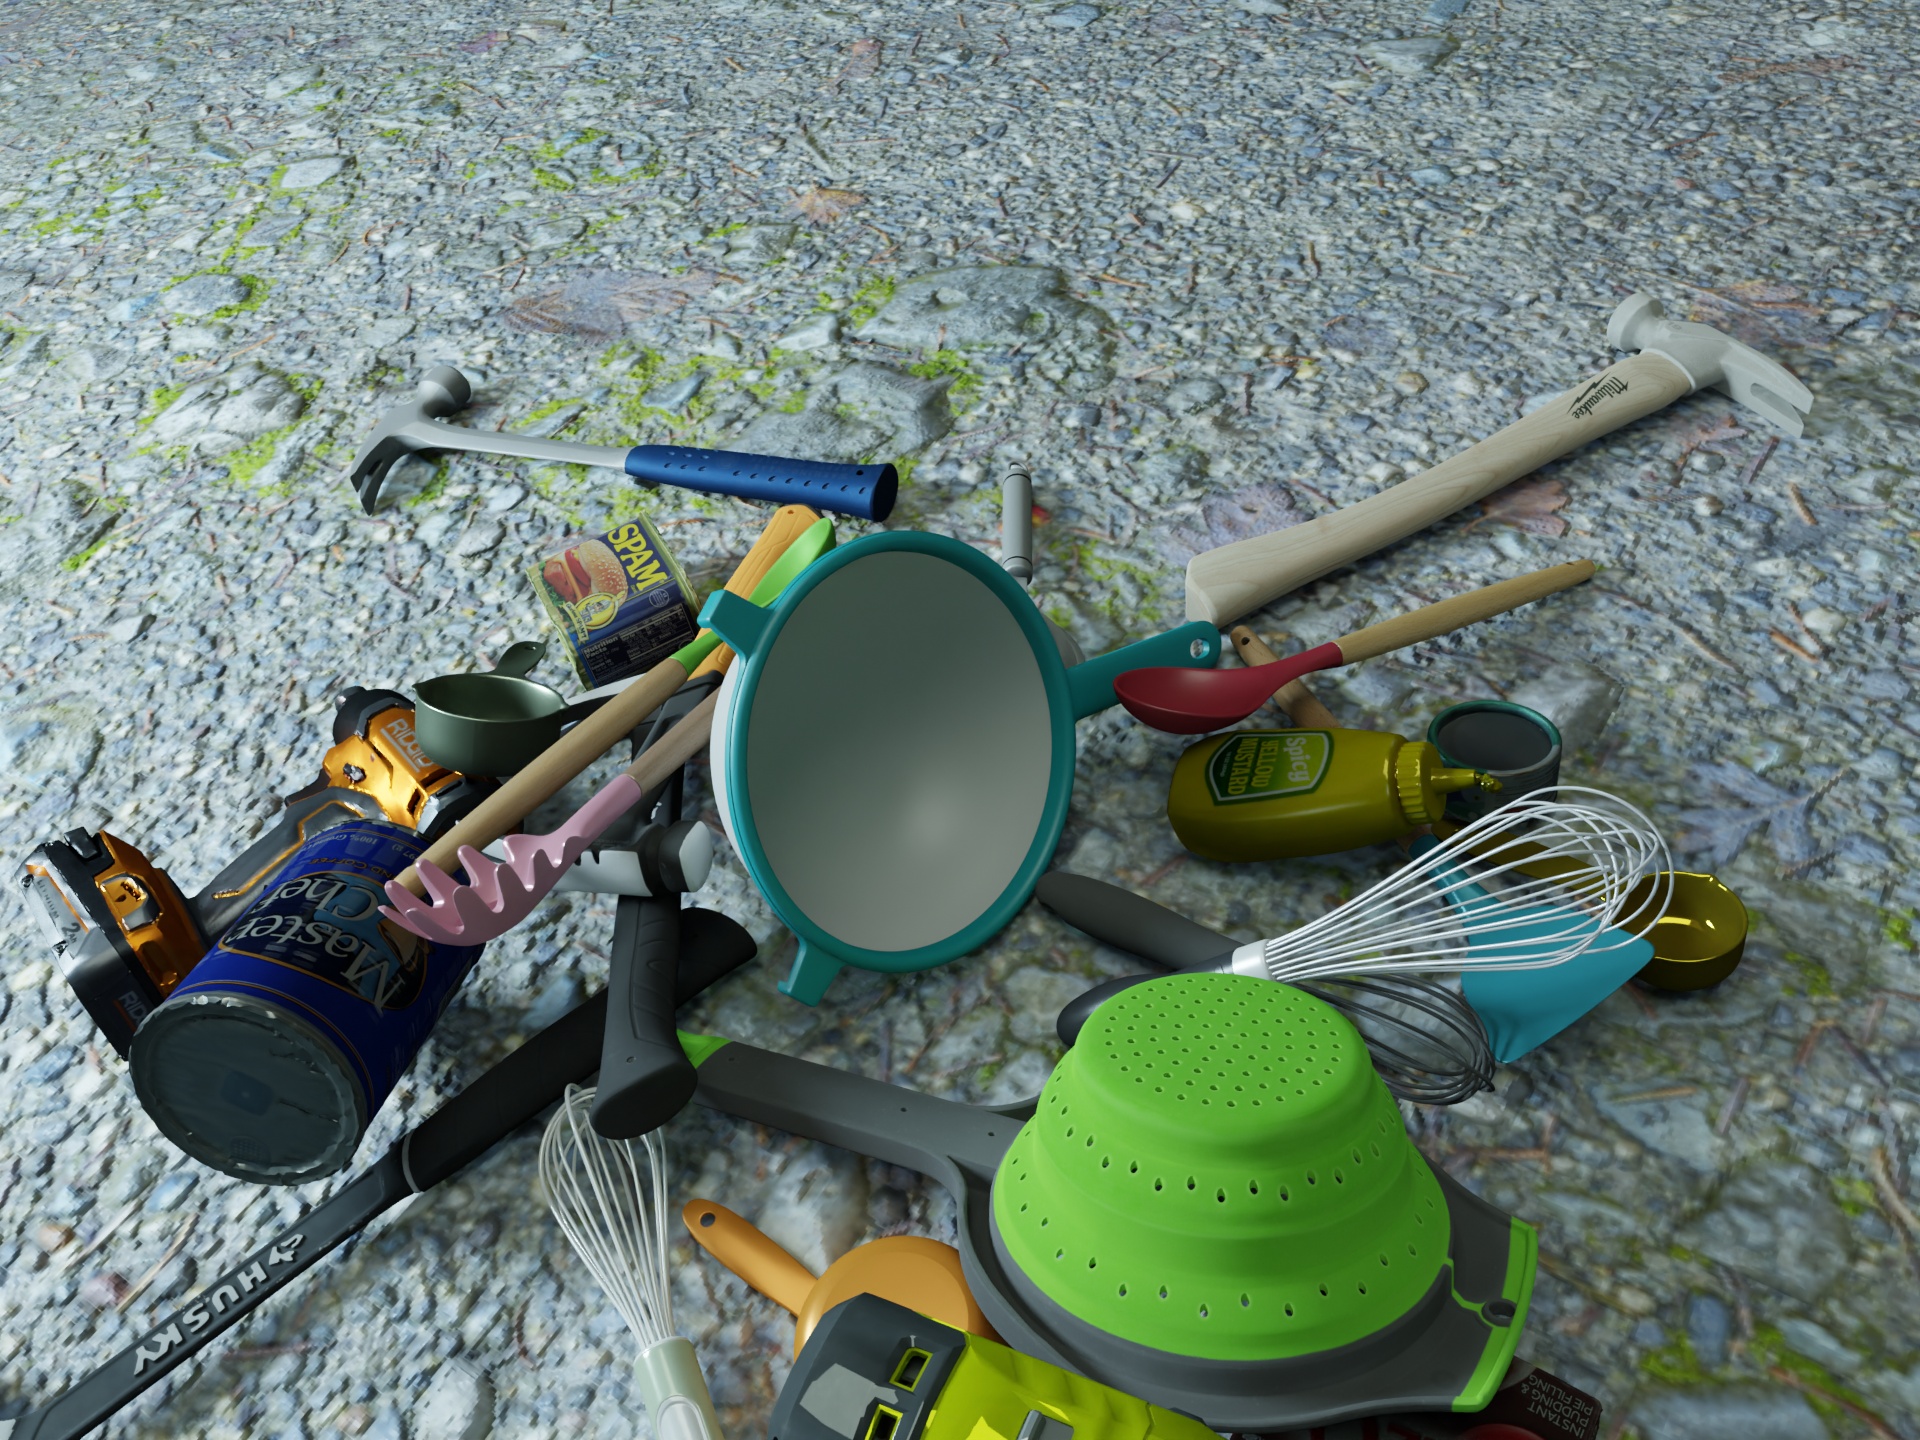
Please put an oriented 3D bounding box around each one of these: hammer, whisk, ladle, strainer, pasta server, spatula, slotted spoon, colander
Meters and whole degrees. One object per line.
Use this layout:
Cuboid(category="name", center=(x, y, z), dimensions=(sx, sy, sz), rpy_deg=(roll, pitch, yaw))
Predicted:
Cuboid(category="hammer", center=(-0.262, 0.215, 0.721), dimensions=(0.409, 0.036, 0.149), rpy_deg=(-36, 51, -23))
Cuboid(category="whisk", center=(-0.124, 0.252, 0.651), dimensions=(0.058, 0.059, 0.247), rpy_deg=(-27, 51, -6))
Cuboid(category="hammer", center=(-0.239, -0.178, 1.104), dimensions=(0.405, 0.035, 0.144), rpy_deg=(10, 48, 20))
Cuboid(category="hammer", center=(-0.161, 0.075, 0.803), dimensions=(0.146, 0.035, 0.335), rpy_deg=(-12, 35, 0))
Cuboid(category="hammer", center=(0.319, -0.146, 0.969), dimensions=(0.410, 0.038, 0.146), rpy_deg=(-27, 48, -15))
Cuboid(category="ladle", center=(0.223, -0.044, 0.864), dimensions=(0.315, 0.031, 0.069), rpy_deg=(-18, 30, -21))
Cuboid(category="strainer", center=(-0.001, -0.003, 0.830), dimensions=(0.340, 0.211, 0.095), rpy_deg=(-20, 14, -40))
Cuboid(category="strainer", center=(0.033, -0.086, 0.961), dimensions=(0.087, 0.050, 0.259), rpy_deg=(7, 42, -4))
Cuboid(category="pasta server", center=(-0.145, 0.011, 0.769), dimensions=(0.060, 0.040, 0.316), rpy_deg=(-2, 31, 39))
Cuboid(category="spatula", center=(0.215, 0.039, 0.798), dimensions=(0.082, 0.044, 0.318), rpy_deg=(-39, 45, 7))
Cuboid(category="hammer", center=(-0.147, -0.027, 0.883), dimensions=(0.127, 0.034, 0.337), rpy_deg=(2, 37, 16))
Cuboid(category="whisk", center=(0.133, 0.117, 0.736), dimensions=(0.239, 0.055, 0.055), rpy_deg=(20, 52, 33))
Cuboid(category="whisk", center=(0.154, 0.094, 0.669), dimensions=(0.284, 0.070, 0.070), rpy_deg=(-25, 36, 33))
Cuboid(category="slotted spoon", center=(-0.162, -0.011, 0.807), dimensions=(0.314, 0.031, 0.070), rpy_deg=(-45, 15, -35))
Cuboid(category="colander", center=(0.027, 0.150, 0.648), dimensions=(0.397, 0.094, 0.204), rpy_deg=(9, 24, 27))

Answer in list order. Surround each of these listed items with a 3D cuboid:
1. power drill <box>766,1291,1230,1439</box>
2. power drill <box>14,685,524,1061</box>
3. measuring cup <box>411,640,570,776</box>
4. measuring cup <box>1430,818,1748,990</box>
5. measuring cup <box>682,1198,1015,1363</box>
Cuboid(category="power drill", center=(0.054, 0.267, 0.471), dimensions=(0.191, 0.228, 0.080), rpy_deg=(13, 50, 22))
Cuboid(category="power drill", center=(-0.373, 0.065, 0.861), dimensions=(0.226, 0.084, 0.164), rpy_deg=(-31, 48, -25))
Cuboid(category="measuring cup", center=(-0.255, -0.009, 0.890), dimensions=(0.083, 0.038, 0.168), rpy_deg=(8, 16, -7))
Cuboid(category="measuring cup", center=(0.295, 0.084, 0.760), dimensions=(0.062, 0.029, 0.157), rpy_deg=(-38, 39, -27))
Cuboid(category="measuring cup", center=(-0.056, 0.234, 0.650), dimensions=(0.174, 0.052, 0.095), rpy_deg=(26, 55, 29))
